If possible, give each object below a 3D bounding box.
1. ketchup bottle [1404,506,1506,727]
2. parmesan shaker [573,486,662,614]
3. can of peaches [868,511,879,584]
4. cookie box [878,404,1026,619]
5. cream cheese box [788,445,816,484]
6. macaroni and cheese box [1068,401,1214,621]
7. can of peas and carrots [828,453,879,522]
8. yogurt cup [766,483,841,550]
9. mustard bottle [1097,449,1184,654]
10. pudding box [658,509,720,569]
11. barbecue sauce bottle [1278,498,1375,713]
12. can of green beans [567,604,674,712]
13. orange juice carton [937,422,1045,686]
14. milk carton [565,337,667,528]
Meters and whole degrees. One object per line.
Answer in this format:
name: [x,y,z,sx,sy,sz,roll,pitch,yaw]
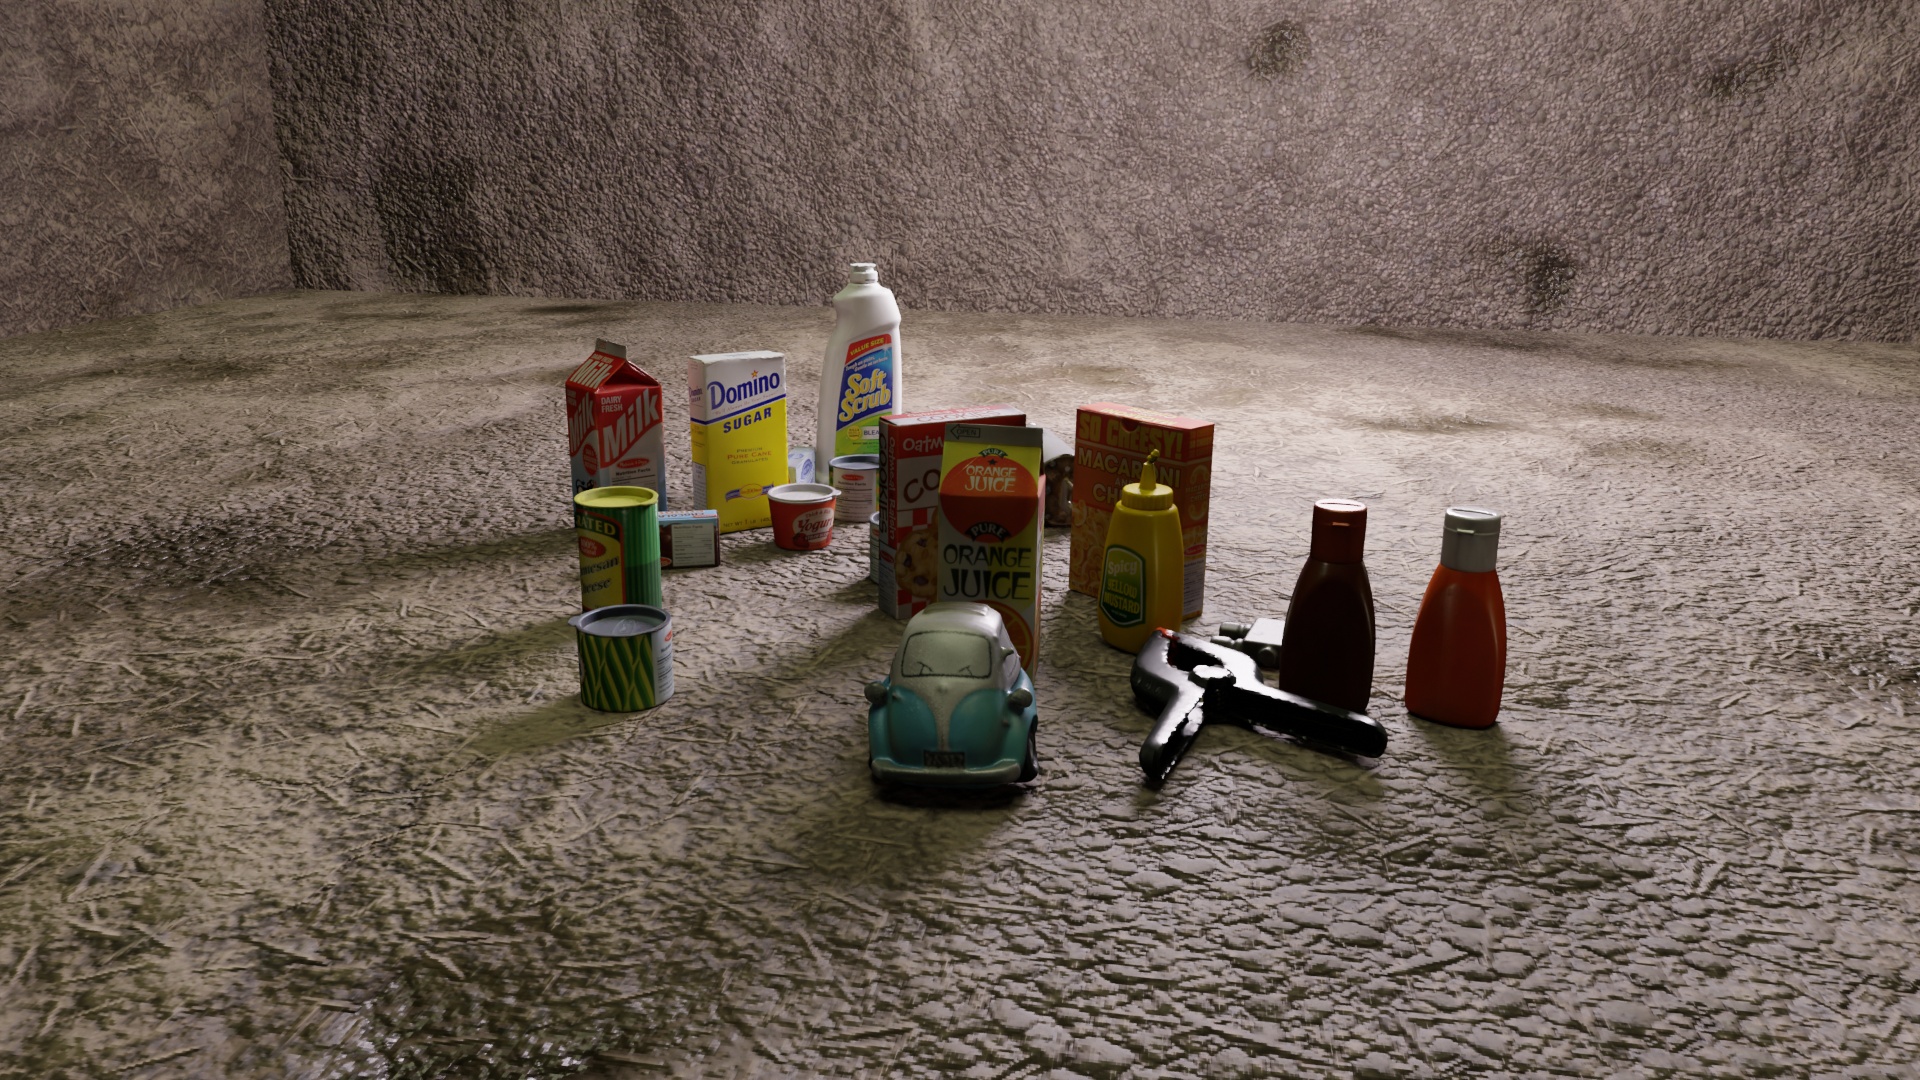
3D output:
ketchup bottle: [0.346,0.052,0.959,0.065,0.148,0.044,10,18,30]
parmesan shaker: [-0.278,0.013,1.142,0.071,0.102,0.071,1,16,0]
can of peaches: [-0.048,0.006,1.258,0.071,0.058,0.071,1,16,0]
cookie box: [-0.008,-0.026,1.176,0.123,0.166,0.040,-8,18,-28]
cream cheese box: [-0.178,-0.066,1.507,0.024,0.053,0.104,2,16,5]
macaroni and cheese box: [0.152,-0.026,1.185,0.040,0.166,0.124,-14,22,-42]
can of peas and carrots: [-0.105,-0.056,1.466,0.071,0.058,0.071,1,16,0]
yogurt cup: [-0.155,-0.023,1.359,0.072,0.053,0.072,1,16,0]
mustard bottle: [0.142,0.007,1.082,0.049,0.159,0.065,-14,21,-41]
pudding box: [-0.266,-0.001,1.287,0.084,0.049,0.030,-3,16,-13]
barbecue sauce bottle: [0.261,0.046,0.975,0.065,0.148,0.044,4,16,12]
can of green beans: [-0.238,0.083,0.986,0.071,0.057,0.071,1,16,0]
orange juice carton: [0.023,0.010,1.010,0.072,0.192,0.073,3,16,6]
milk carton: [-0.343,-0.103,1.382,0.074,0.190,0.072,-12,20,-37]
